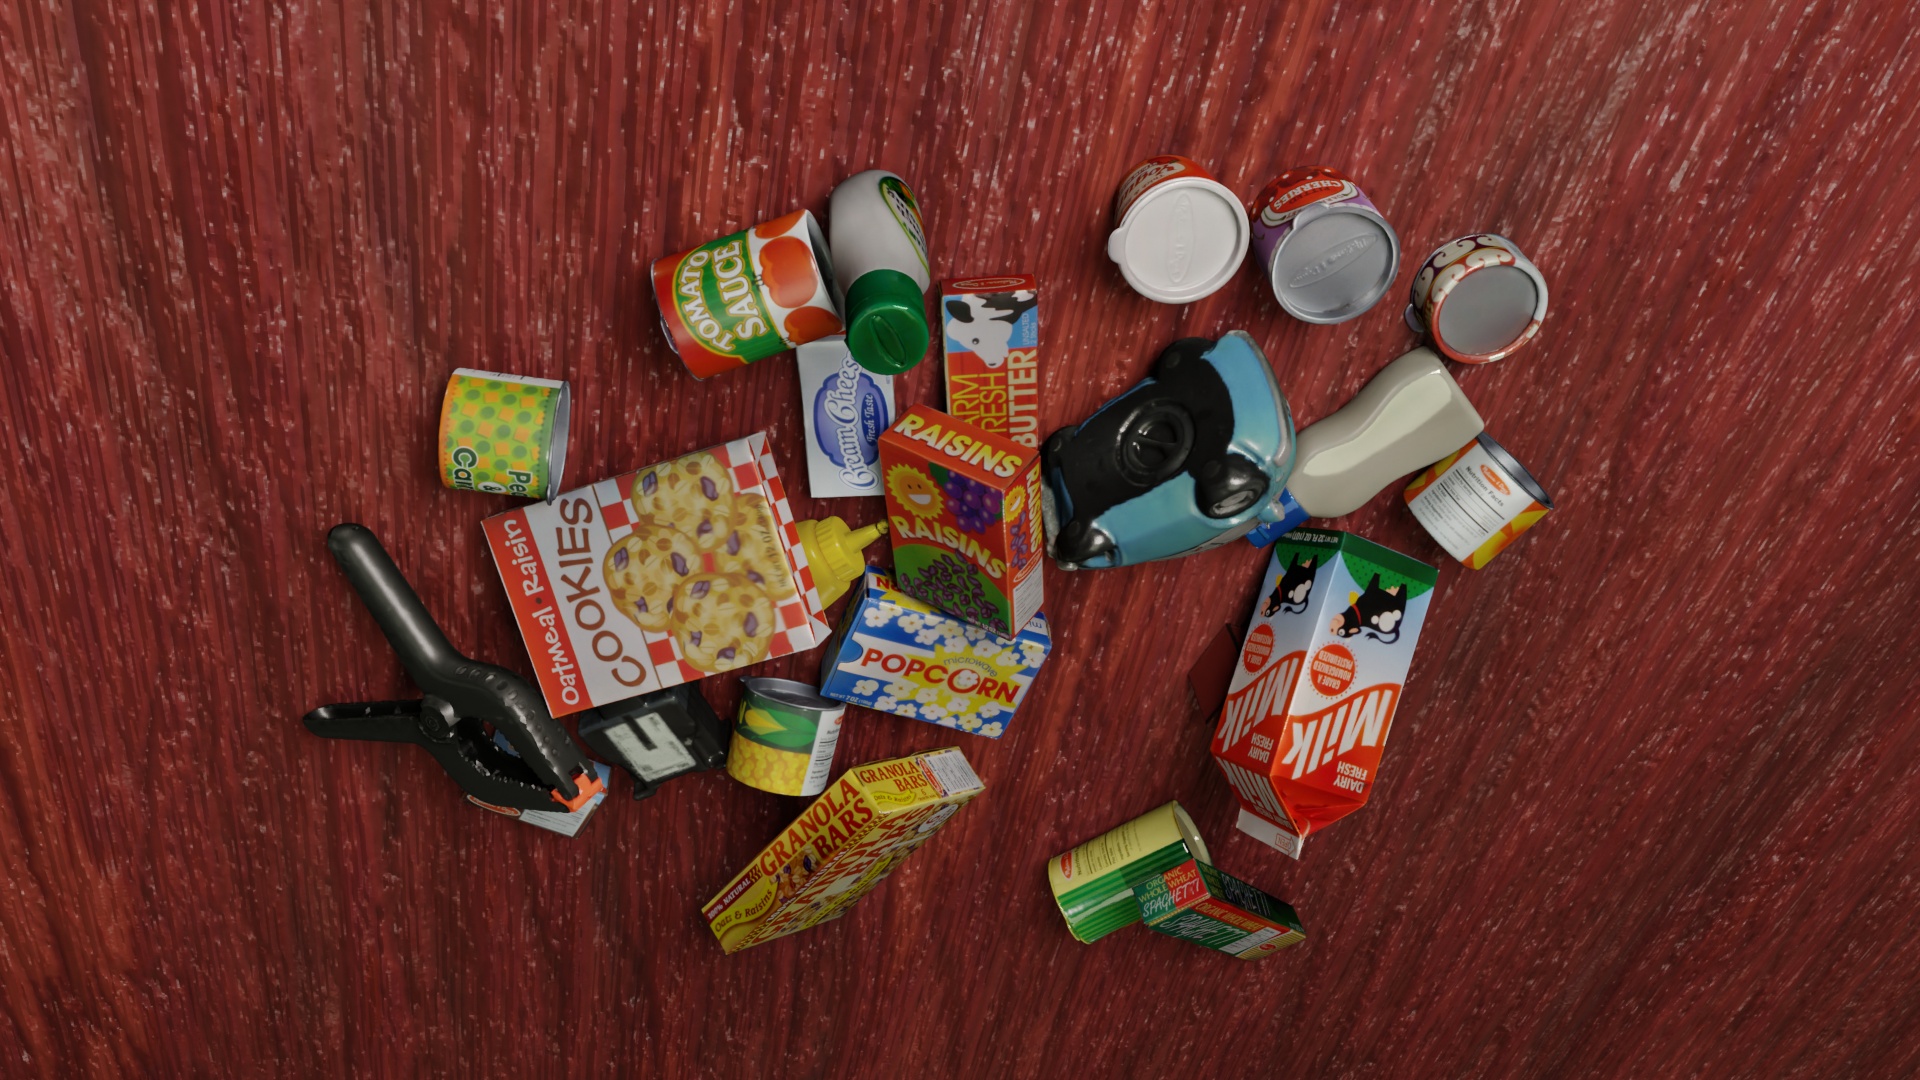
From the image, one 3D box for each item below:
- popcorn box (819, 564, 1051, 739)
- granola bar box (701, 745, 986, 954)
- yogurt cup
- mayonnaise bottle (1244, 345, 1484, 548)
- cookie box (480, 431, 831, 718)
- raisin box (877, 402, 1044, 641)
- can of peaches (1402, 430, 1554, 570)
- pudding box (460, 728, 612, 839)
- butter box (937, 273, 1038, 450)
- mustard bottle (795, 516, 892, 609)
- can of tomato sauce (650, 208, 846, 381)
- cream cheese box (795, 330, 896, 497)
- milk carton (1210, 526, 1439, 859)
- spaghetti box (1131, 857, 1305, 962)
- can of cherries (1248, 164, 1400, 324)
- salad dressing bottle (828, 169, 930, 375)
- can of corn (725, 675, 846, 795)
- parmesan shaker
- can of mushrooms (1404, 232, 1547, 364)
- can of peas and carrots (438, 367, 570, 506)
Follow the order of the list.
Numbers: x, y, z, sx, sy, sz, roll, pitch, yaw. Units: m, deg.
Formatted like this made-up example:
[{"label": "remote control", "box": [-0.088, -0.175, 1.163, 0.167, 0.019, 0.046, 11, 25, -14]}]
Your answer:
[{"label": "popcorn box", "box": [-0.016, 0.072, 0.885, 0.127, 0.038, 0.084, 16, 124, -17]}, {"label": "granola bar box", "box": [-0.078, 0.206, 0.934, 0.165, 0.039, 0.124, -45, 156, 24]}, {"label": "yogurt cup", "box": [0.110, -0.164, 0.718, 0.072, 0.054, 0.072, -3, 126, -4]}, {"label": "mayonnaise bottle", "box": [0.229, -0.049, 0.822, 0.147, 0.041, 0.064, -35, 119, 19]}, {"label": "cookie box", "box": [-0.173, 0.020, 0.792, 0.167, 0.040, 0.122, -16, 97, 12]}, {"label": "raisin box", "box": [0.003, -0.010, 0.790, 0.086, 0.040, 0.122, 25, 143, 26]}, {"label": "can of peaches", "box": [0.310, -0.025, 0.833, 0.071, 0.071, 0.058, 31, 117, -25]}, {"label": "pudding box", "box": [-0.282, 0.162, 0.927, 0.084, 0.030, 0.049, 24, 121, -21]}, {"label": "butter box", "box": [0.017, -0.097, 0.775, 0.053, 0.024, 0.103, -5, 125, -2]}, {"label": "mustard bottle", "box": [-0.108, 0.025, 0.834, 0.160, 0.049, 0.065, -26, 115, 12]}, {"label": "can of tomato sauce", "box": [-0.107, -0.126, 0.713, 0.083, 0.071, 0.071, -18, 125, 6]}, {"label": "cream cheese box", "box": [-0.063, -0.073, 0.785, 0.053, 0.024, 0.103, -3, 126, -2]}, {"label": "milk carton", "box": [0.214, 0.093, 0.845, 0.073, 0.072, 0.190, 20, 87, -19]}, {"label": "spaghetti box", "box": [0.189, 0.267, 0.988, 0.050, 0.029, 0.249, -30, 148, 15]}, {"label": "can of cherries", "box": [0.188, -0.158, 0.728, 0.071, 0.059, 0.071, -2, 126, -3]}, {"label": "salad dressing bottle", "box": [-0.038, -0.130, 0.669, 0.044, 0.148, 0.064, -24, 125, 11]}, {"label": "can of corn", "box": [-0.114, 0.123, 0.883, 0.071, 0.071, 0.058, 13, 95, -14]}, {"label": "parmesan shaker", "box": [0.124, 0.240, 0.998, 0.103, 0.071, 0.071, -29, 123, 14]}, {"label": "can of mushrooms", "box": [0.286, -0.132, 0.772, 0.071, 0.033, 0.070, -3, 126, -4]}, {"label": "can of peas and carrots", "box": [-0.245, -0.055, 0.750, 0.059, 0.071, 0.070, 7, 125, -10]}]
